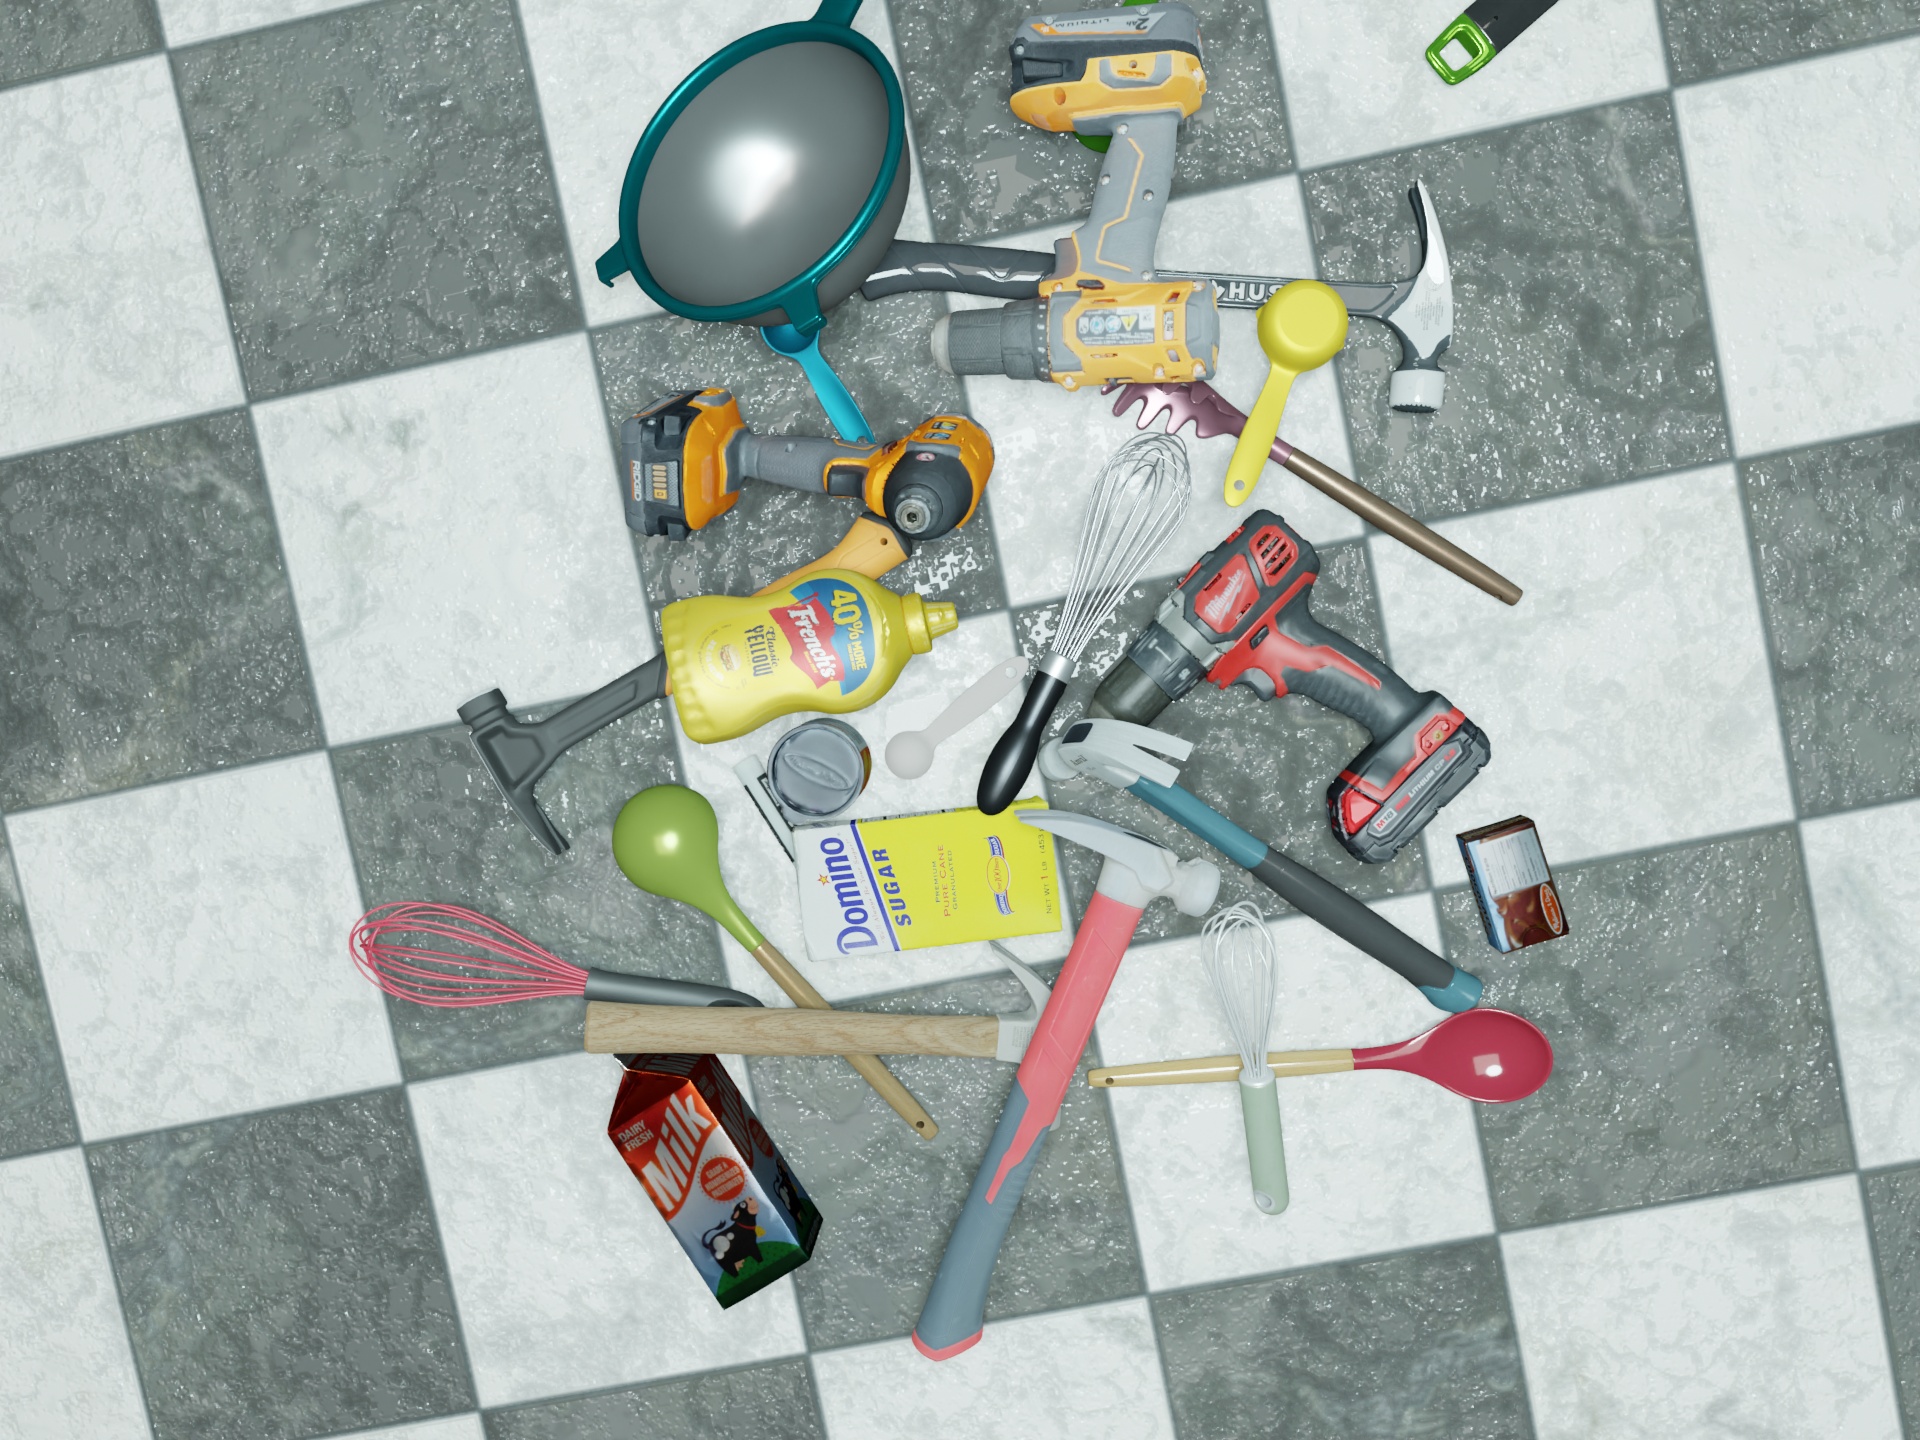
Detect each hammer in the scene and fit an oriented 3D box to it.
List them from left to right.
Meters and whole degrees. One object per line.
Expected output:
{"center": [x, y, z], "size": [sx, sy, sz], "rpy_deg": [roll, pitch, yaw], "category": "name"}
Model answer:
{"center": [-0.179, -0.039, 1.106], "size": [0.337, 0.034, 0.127], "rpy_deg": [-30, 91, 5], "category": "hammer"}
{"center": [-0.087, 0.211, 1.088], "size": [0.331, 0.031, 0.130], "rpy_deg": [3, 96, -9], "category": "hammer"}
{"center": [0.036, 0.251, 1.074], "size": [0.143, 0.038, 0.386], "rpy_deg": [21, 97, -9], "category": "hammer"}
{"center": [0.125, -0.298, 1.070], "size": [0.409, 0.036, 0.149], "rpy_deg": [5, 93, 3], "category": "hammer"}
{"center": [0.209, 0.099, 1.068], "size": [0.331, 0.128, 0.033], "rpy_deg": [34, 72, -8], "category": "hammer"}

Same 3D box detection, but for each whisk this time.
{"center": [-0.281, 0.182, 1.120], "size": [0.296, 0.073, 0.073], "rpy_deg": [12, 95, -4], "category": "whisk"}
{"center": [0.080, -0.065, 1.064], "size": [0.070, 0.070, 0.284], "rpy_deg": [26, 89, 1], "category": "whisk"}
{"center": [0.200, 0.233, 1.075], "size": [0.058, 0.059, 0.246], "rpy_deg": [10, 119, 42], "category": "whisk"}

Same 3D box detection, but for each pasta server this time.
{"center": [0.240, -0.158, 1.072], "size": [0.316, 0.060, 0.040], "rpy_deg": [31, 74, -3], "category": "pasta server"}

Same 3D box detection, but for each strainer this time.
{"center": [-0.085, -0.395, 1.043], "size": [0.211, 0.095, 0.340], "rpy_deg": [21, 83, 31], "category": "strainer"}

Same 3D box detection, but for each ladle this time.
{"center": [-0.125, 0.174, 1.122], "size": [0.078, 0.062, 0.320], "rpy_deg": [-41, 98, 3], "category": "ladle"}
{"center": [0.246, 0.240, 1.107], "size": [0.315, 0.031, 0.069], "rpy_deg": [-5, 98, 5], "category": "ladle"}

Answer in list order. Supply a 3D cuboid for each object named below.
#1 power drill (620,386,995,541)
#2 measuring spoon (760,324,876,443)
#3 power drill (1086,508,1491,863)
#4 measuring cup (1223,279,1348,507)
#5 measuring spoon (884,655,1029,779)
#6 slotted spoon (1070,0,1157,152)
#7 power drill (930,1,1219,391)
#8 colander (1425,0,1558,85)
{"center": [-0.098, -0.159, 1.026], "size": [0.226, 0.164, 0.084], "rpy_deg": [5, 113, 6], "category": "power drill"}
{"center": [-0.093, -0.236, 1.099], "size": [0.042, 0.021, 0.128], "rpy_deg": [-29, 101, 14], "category": "measuring spoon"}
{"center": [0.216, -0.004, 1.067], "size": [0.227, 0.080, 0.188], "rpy_deg": [44, 95, 2], "category": "power drill"}
{"center": [0.205, -0.212, 1.027], "size": [0.062, 0.029, 0.156], "rpy_deg": [22, 86, 0], "category": "measuring cup"}
{"center": [-0.002, -0.004, 1.106], "size": [0.124, 0.018, 0.034], "rpy_deg": [-39, 91, 4], "category": "measuring spoon"}
{"center": [0.136, -0.536, 1.056], "size": [0.070, 0.031, 0.314], "rpy_deg": [17, 94, 7], "category": "slotted spoon"}
{"center": [0.072, -0.325, 1.017], "size": [0.185, 0.084, 0.226], "rpy_deg": [0, 93, 14], "category": "power drill"}
{"center": [0.463, -0.555, 1.001], "size": [0.397, 0.094, 0.204], "rpy_deg": [-41, 91, 5], "category": "colander"}
